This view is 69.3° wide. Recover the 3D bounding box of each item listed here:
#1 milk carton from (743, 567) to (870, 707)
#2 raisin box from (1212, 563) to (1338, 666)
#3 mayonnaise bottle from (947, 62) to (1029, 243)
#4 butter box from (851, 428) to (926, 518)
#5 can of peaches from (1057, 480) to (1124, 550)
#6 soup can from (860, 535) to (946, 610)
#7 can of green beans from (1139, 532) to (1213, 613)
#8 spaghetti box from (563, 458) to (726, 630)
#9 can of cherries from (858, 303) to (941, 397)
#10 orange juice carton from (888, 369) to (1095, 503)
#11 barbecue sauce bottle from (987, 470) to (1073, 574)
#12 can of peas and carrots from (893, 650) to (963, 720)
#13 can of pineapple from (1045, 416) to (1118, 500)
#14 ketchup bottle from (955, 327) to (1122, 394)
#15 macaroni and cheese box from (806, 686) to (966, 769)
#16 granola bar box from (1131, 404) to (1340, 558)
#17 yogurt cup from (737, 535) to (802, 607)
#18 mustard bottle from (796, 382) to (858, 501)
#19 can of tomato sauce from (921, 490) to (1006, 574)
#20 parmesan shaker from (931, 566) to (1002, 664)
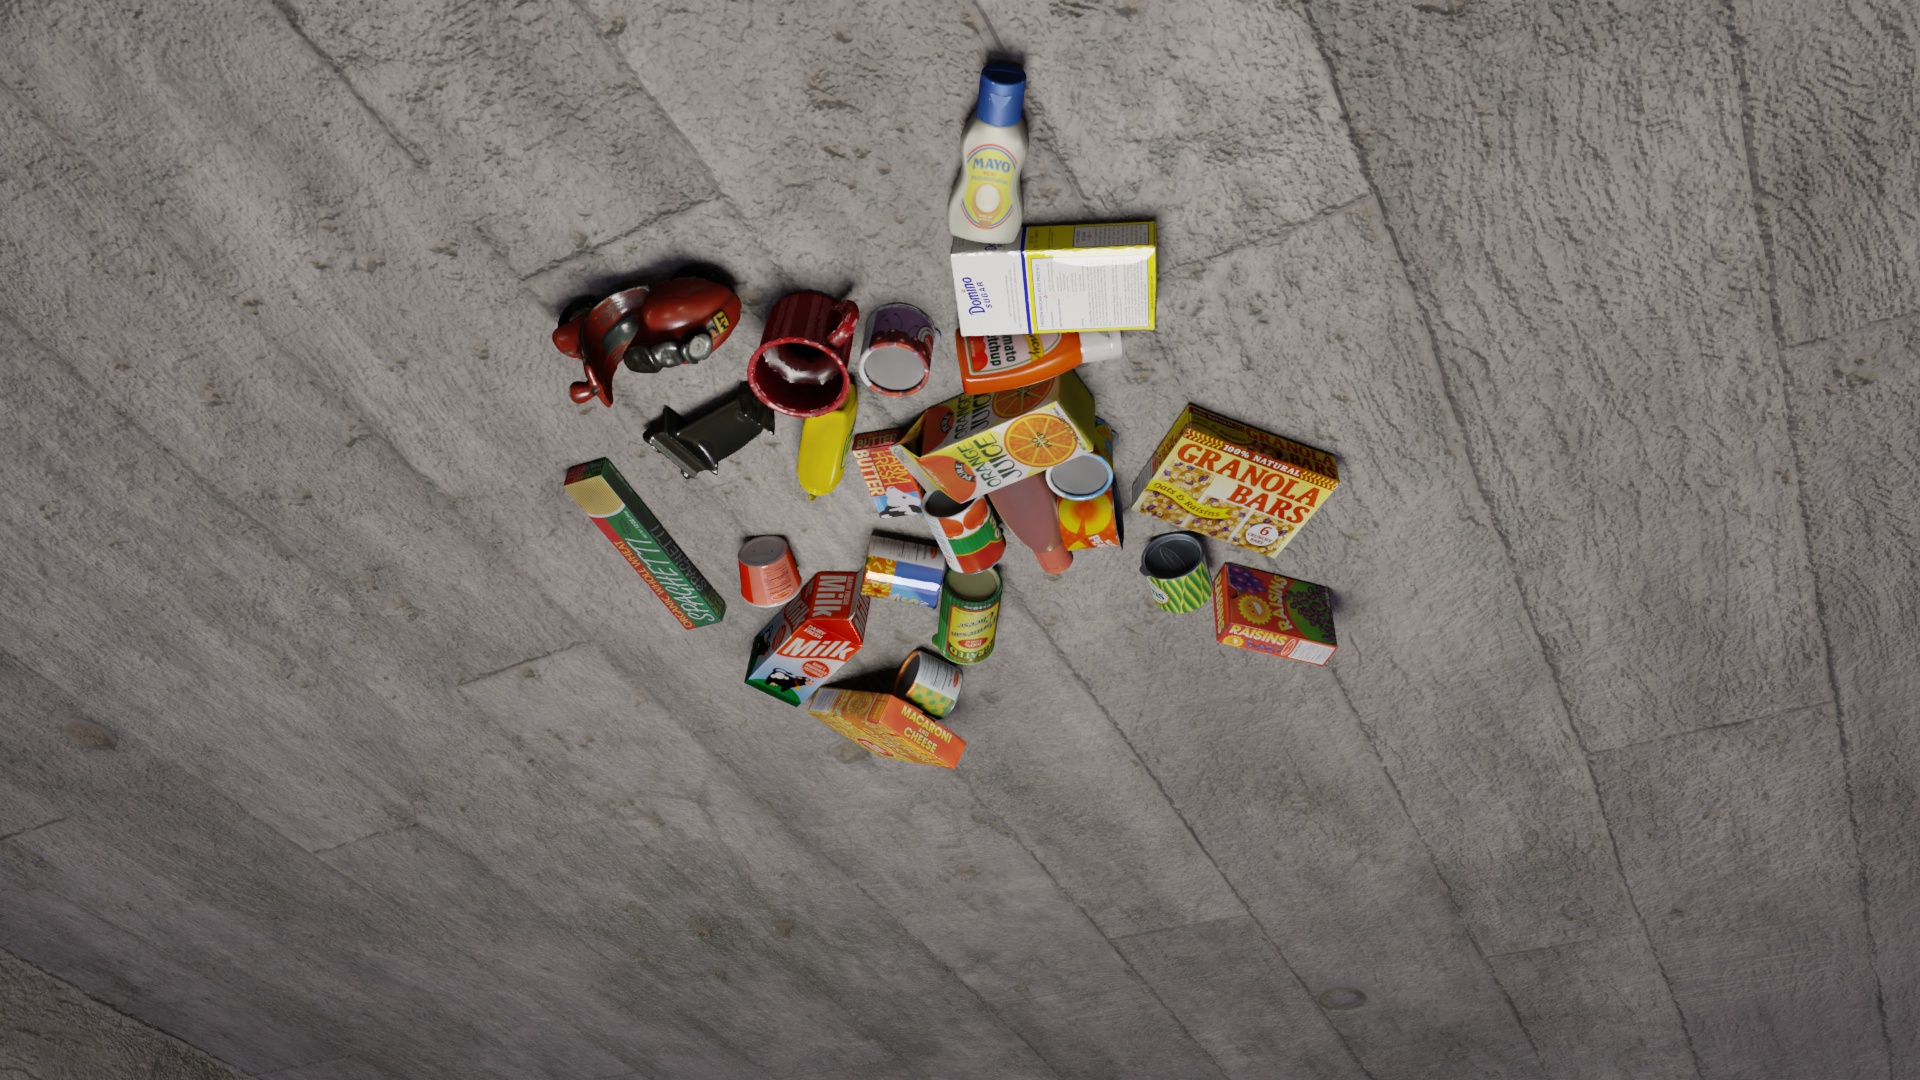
[{"bbox_3d":[-0.163,0.104,1.567,0.073,0.073,0.189,29,131,-22],"label":"milk carton"},{"bbox_3d":[0.334,0.079,1.482,0.123,0.086,0.039,13,137,-8],"label":"raisin box"},{"bbox_3d":[0.026,-0.315,1.137,0.065,0.041,0.147,8,137,0],"label":"mayonnaise bottle"},{"bbox_3d":[-0.070,-0.067,1.416,0.053,0.024,0.103,-7,135,14],"label":"butter box"},{"bbox_3d":[0.132,-0.022,1.409,0.058,0.071,0.071,-6,135,13],"label":"can of peaches"},{"bbox_3d":[-0.062,0.036,1.490,0.084,0.072,0.071,10,136,-4],"label":"soup can"},{"bbox_3d":[0.228,0.034,1.461,0.071,0.071,0.057,-9,134,15],"label":"can of green beans"},{"bbox_3d":[-0.340,0.009,1.518,0.050,0.029,0.249,-14,133,20],"label":"spaghetti box"},{"bbox_3d":[-0.056,-0.174,1.279,0.071,0.059,0.071,3,136,3],"label":"can of cherries"},{"bbox_3d":[0.029,-0.100,1.337,0.192,0.073,0.071,-21,130,25],"label":"orange juice carton"},{"bbox_3d":[0.076,-0.025,1.431,0.065,0.044,0.148,-8,135,23],"label":"barbecue sauce bottle"},{"bbox_3d":[-0.039,0.170,1.627,0.059,0.071,0.070,27,132,-20],"label":"can of peas and carrots"},{"bbox_3d":[0.118,-0.082,1.358,0.071,0.058,0.070,3,136,3],"label":"can of pineapple"},{"bbox_3d":[0.072,-0.174,1.268,0.149,0.065,0.043,-8,157,2],"label":"ketchup bottle"},{"bbox_3d":[-0.089,0.221,1.651,0.123,0.040,0.166,36,158,-29],"label":"macaroni and cheese box"},{"bbox_3d":[0.271,-0.057,1.382,0.165,0.039,0.123,18,135,-13],"label":"granola bar box"},{"bbox_3d":[-0.209,0.031,1.504,0.072,0.073,0.053,-2,128,8],"label":"yogurt cup"},{"bbox_3d":[-0.134,-0.091,1.373,0.049,0.066,0.159,15,141,-2],"label":"mustard bottle"},{"bbox_3d":[0.005,-0.018,1.430,0.071,0.071,0.082,-11,133,16],"label":"can of tomato sauce"},{"bbox_3d":[0.007,0.079,1.528,0.071,0.072,0.102,6,136,0],"label":"parmesan shaker"}]
